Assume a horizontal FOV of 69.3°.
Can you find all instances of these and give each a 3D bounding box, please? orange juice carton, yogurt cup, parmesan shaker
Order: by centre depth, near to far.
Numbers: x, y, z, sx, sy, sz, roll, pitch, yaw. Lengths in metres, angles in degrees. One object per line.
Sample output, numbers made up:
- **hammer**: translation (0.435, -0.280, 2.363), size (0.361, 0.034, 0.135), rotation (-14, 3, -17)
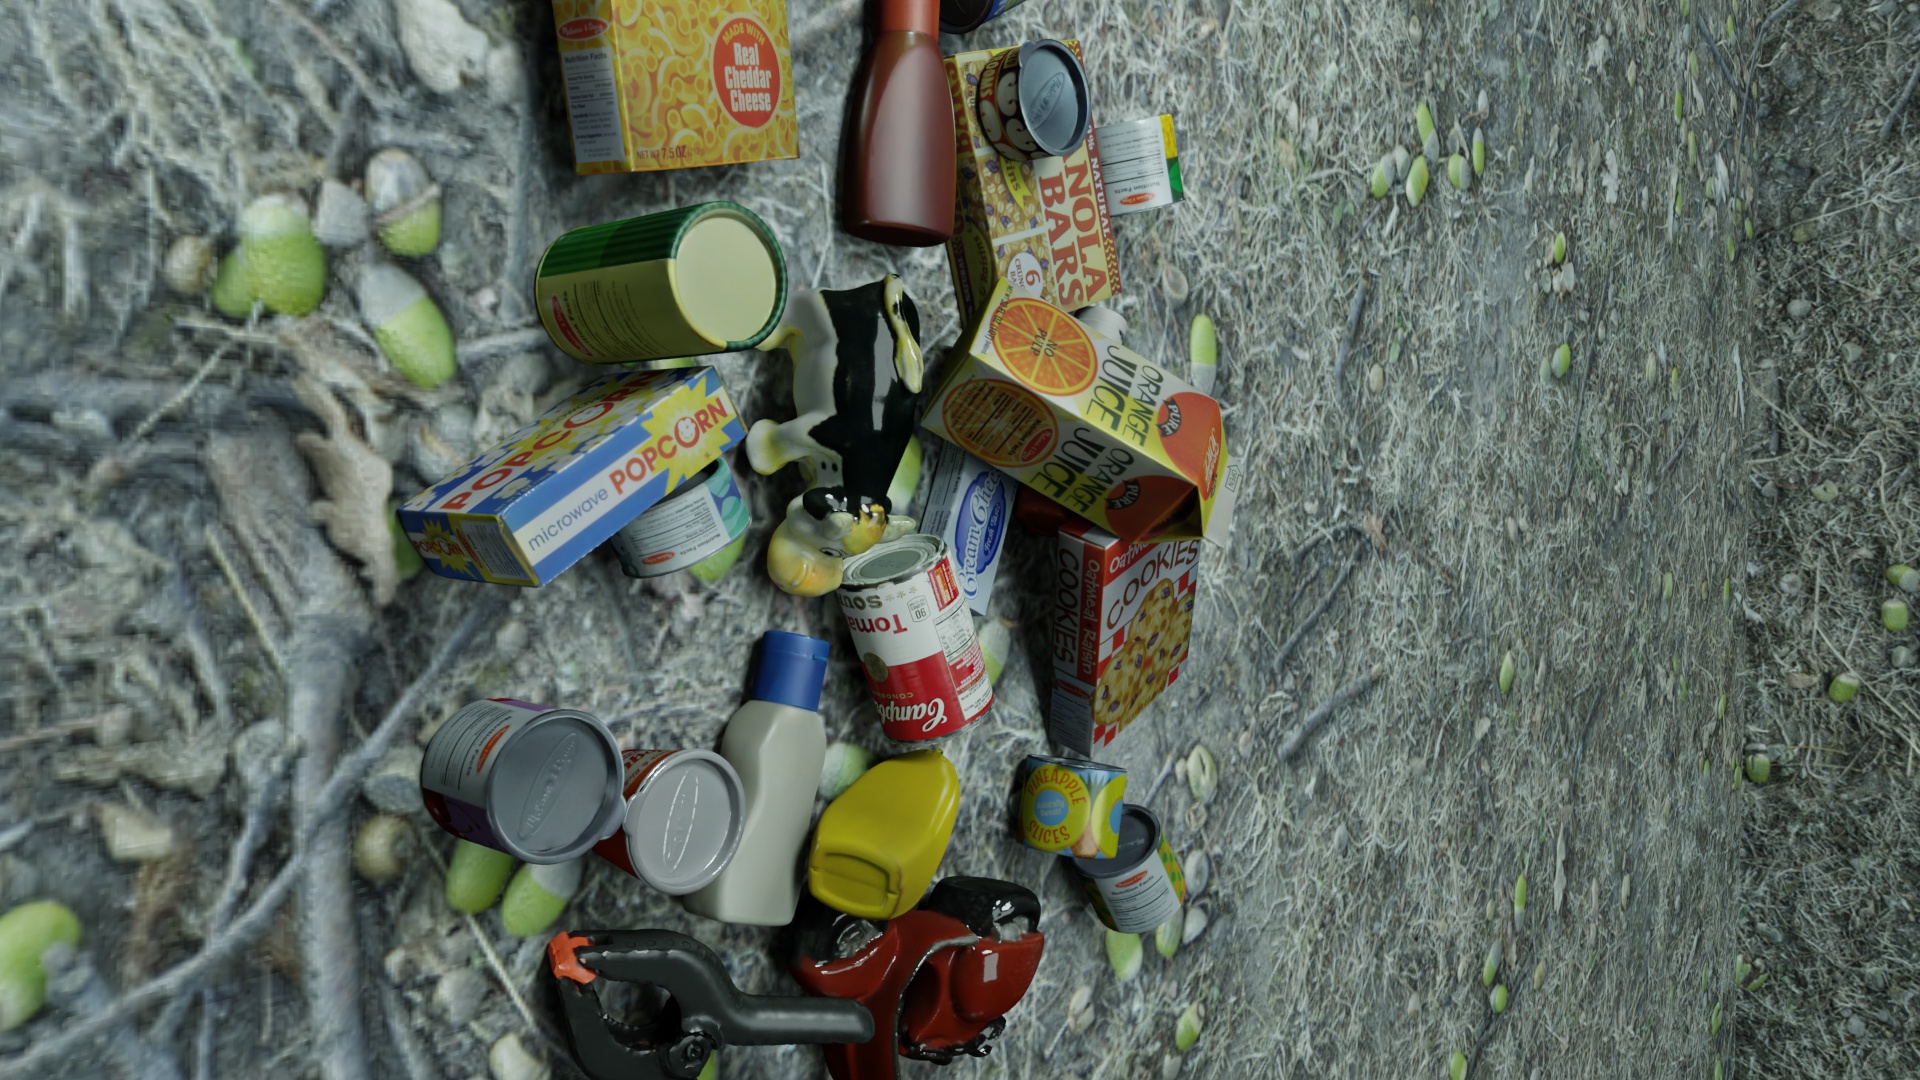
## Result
- **parmesan shaker**: translation (-0.134, -0.113, 0.630), size (0.071, 0.103, 0.071), rotation (-3, 94, -48)
- **yogurt cup**: translation (-0.145, 0.130, 0.664), size (0.072, 0.054, 0.072), rotation (-3, 94, -48)
- **orange juice carton**: translation (0.082, -0.065, 0.818), size (0.193, 0.072, 0.072), rotation (29, 51, -10)

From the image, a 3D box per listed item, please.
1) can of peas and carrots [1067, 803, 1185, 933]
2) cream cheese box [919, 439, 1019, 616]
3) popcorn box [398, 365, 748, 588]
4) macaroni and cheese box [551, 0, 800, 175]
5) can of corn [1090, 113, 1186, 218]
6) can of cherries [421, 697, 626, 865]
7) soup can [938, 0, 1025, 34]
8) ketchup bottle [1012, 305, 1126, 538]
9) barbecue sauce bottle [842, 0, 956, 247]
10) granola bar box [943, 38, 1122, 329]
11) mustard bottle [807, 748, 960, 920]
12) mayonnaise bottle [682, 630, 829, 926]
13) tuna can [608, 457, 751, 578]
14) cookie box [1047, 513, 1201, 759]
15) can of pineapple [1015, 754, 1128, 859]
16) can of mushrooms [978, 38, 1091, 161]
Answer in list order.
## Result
- **can of peas and carrots**: translation (0.113, 0.222, 0.946), size (0.071, 0.071, 0.058), rotation (-47, 125, -36)
- **cream cheese box**: translation (0.003, -0.011, 0.844), size (0.053, 0.024, 0.104), rotation (28, 71, -44)
- **popcorn box**: translation (-0.168, -0.030, 0.608), size (0.127, 0.085, 0.038), rotation (-43, 121, -38)
- **macaroni and cheese box**: translation (-0.134, -0.259, 0.646), size (0.124, 0.040, 0.166), rotation (-28, 118, -55)
- **can of corn**: translation (0.112, -0.249, 0.927), size (0.071, 0.071, 0.058), rotation (-26, 110, -44)
- **can of cherries**: translation (-0.190, 0.106, 0.610), size (0.071, 0.058, 0.071), rotation (-1, 92, -49)
- **soup can**: translation (0.018, -0.342, 0.812), size (0.084, 0.071, 0.071), rotation (-43, 122, -38)
- **ketchup bottle**: translation (0.073, -0.079, 0.900), size (0.064, 0.043, 0.149), rotation (56, 47, -67)
- **barbecue sauce bottle**: translation (-0.032, -0.244, 0.781), size (0.065, 0.043, 0.148), rotation (3, 88, -35)
- **granola bar box**: translation (0.040, -0.221, 0.865), size (0.125, 0.039, 0.165), rotation (-27, 111, -44)
- **mustard bottle**: translation (-0.032, 0.153, 0.772), size (0.161, 0.065, 0.048), rotation (-39, 142, -68)
- **mayonnaise bottle**: translation (-0.100, 0.122, 0.724), size (0.064, 0.041, 0.148), rotation (26, 71, -53)
- **tuna can**: translation (-0.136, -0.013, 0.662), size (0.071, 0.071, 0.032), rotation (-39, 119, -40)
- **cookie box**: translation (0.109, 0.042, 0.916), size (0.123, 0.040, 0.166), rotation (-34, 136, -41)
- **can of pineapple**: translation (0.071, 0.171, 0.894), size (0.071, 0.071, 0.058), rotation (15, 81, -47)
- **can of mushrooms**: translation (0.043, -0.258, 0.812), size (0.071, 0.033, 0.071), rotation (-4, 96, -46)
